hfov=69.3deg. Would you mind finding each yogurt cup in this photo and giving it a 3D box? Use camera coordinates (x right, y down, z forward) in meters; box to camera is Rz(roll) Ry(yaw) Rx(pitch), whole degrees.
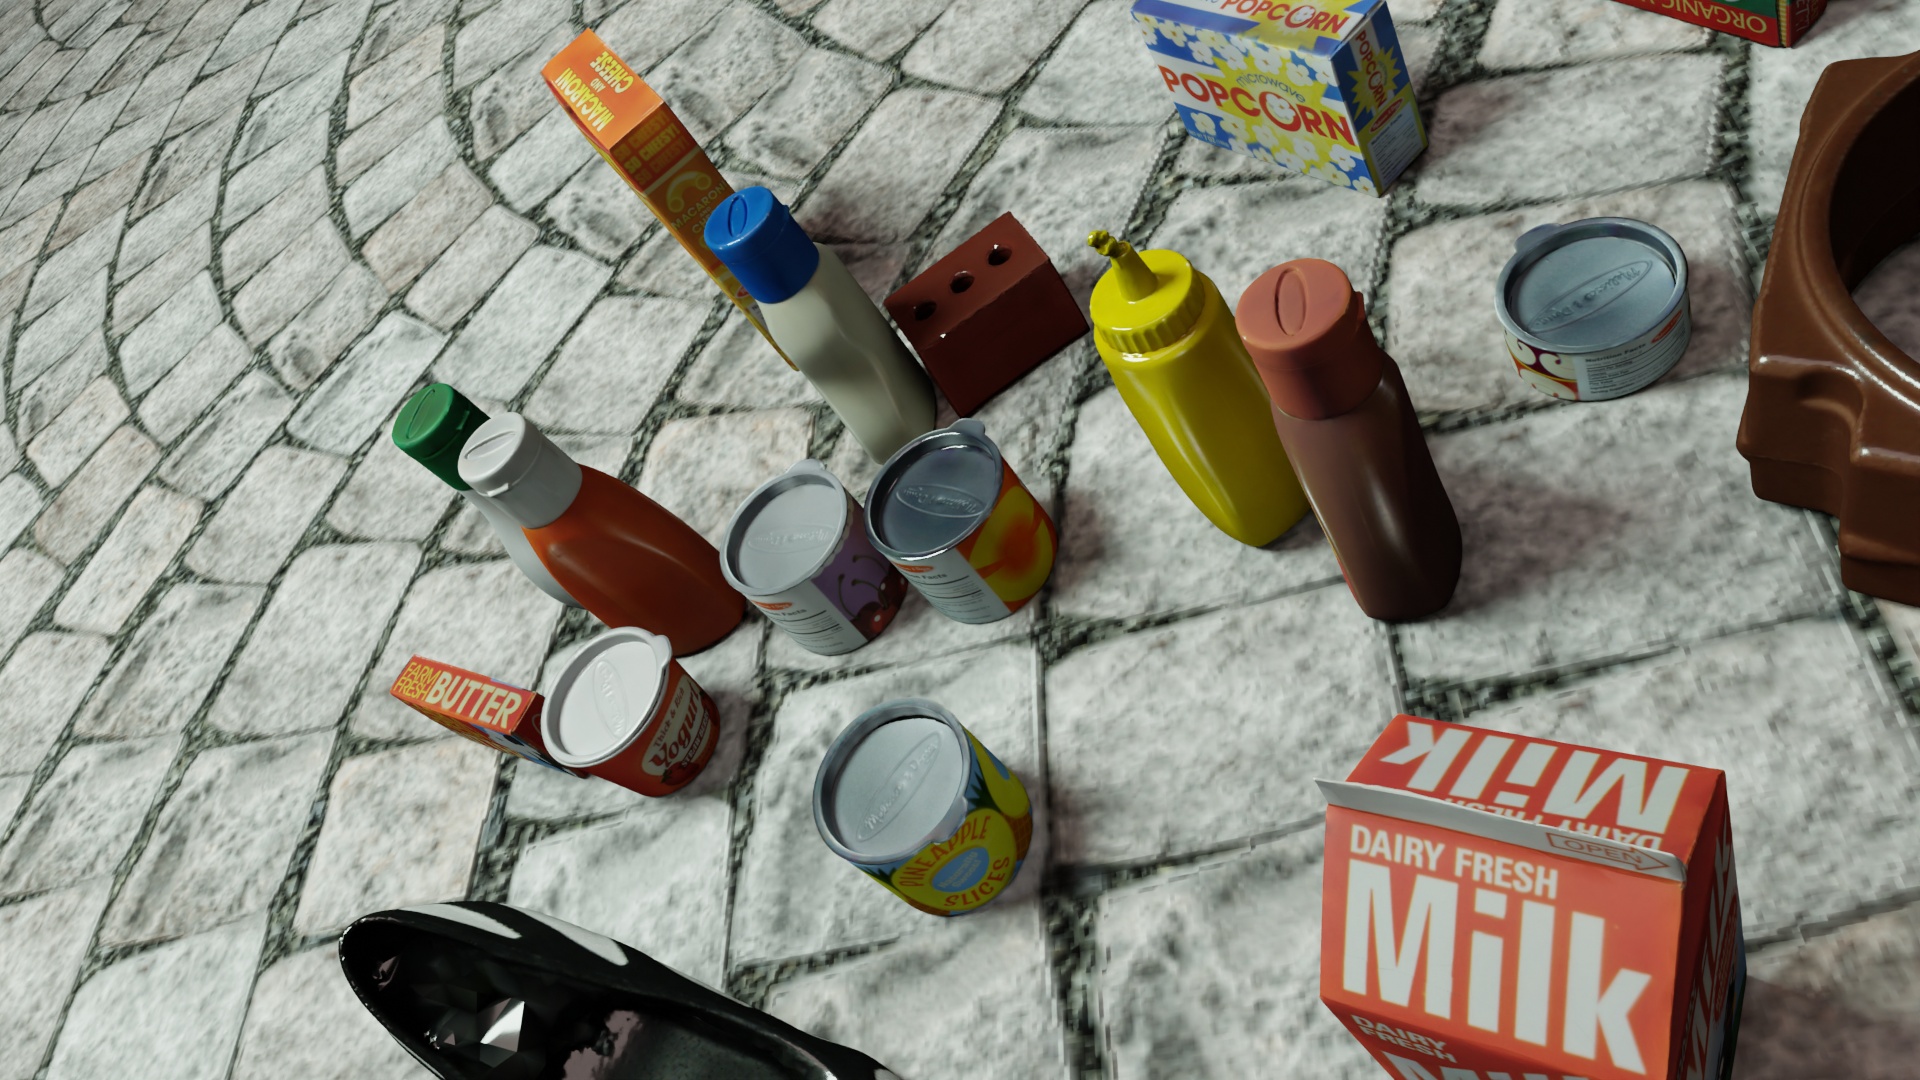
[{"bbox_3d":[-0.146,0.081,0.628,0.072,0.053,0.073,-17,50,21],"label":"yogurt cup"}]

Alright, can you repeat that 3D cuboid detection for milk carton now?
[{"bbox_3d":[0.143,0.102,0.336,0.072,0.190,0.074,6,62,35],"label":"milk carton"}]

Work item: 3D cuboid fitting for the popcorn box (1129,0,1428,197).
[{"bbox_3d":[0.146,-0.216,0.644,0.038,0.085,0.127,-48,46,-7],"label":"popcorn box"}]

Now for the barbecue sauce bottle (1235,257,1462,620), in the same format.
[{"bbox_3d":[0.134,-0.034,0.472,0.043,0.148,0.065,-11,53,25],"label":"barbecue sauce bottle"}]

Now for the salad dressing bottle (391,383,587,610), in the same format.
[{"bbox_3d":[-0.209,-0.019,0.676,0.044,0.147,0.064,-5,56,30],"label":"salad dressing bottle"}]

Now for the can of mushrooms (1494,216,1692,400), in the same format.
[{"bbox_3d":[0.239,-0.089,0.527,0.071,0.033,0.071,-17,50,21],"label":"can of mushrooms"}]

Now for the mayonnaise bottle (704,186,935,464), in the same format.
[{"bbox_3d":[-0.062,-0.100,0.644,0.041,0.147,0.065,-22,49,18],"label":"mayonnaise bottle"}]

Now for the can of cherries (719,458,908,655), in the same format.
[{"bbox_3d":[-0.064,0.008,0.627,0.071,0.058,0.072,-17,50,21],"label":"can of cherries"}]

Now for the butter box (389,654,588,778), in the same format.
[{"bbox_3d":[-0.226,0.085,0.675,0.103,0.053,0.024,9,63,36],"label":"butter box"}]

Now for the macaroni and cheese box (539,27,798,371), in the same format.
[{"bbox_3d":[-0.142,-0.179,0.740,0.040,0.166,0.124,-41,46,0],"label":"macaroni and cheese box"}]

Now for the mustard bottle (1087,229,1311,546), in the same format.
[{"bbox_3d":[0.085,-0.060,0.514,0.049,0.159,0.065,-40,46,1],"label":"mustard bottle"}]

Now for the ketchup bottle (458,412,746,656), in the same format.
[{"bbox_3d":[-0.163,0.000,0.633,0.064,0.148,0.044,-21,49,18],"label":"ketchup bottle"}]

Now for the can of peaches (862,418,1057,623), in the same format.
[{"bbox_3d":[0.002,-0.007,0.598,0.071,0.058,0.071,-17,50,21],"label":"can of peaches"}]

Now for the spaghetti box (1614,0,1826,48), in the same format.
[{"bbox_3d":[0.274,-0.284,0.639,0.029,0.050,0.251,-43,46,-2],"label":"spaghetti box"}]

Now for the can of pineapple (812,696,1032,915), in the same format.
[{"bbox_3d":[-0.013,0.103,0.525,0.071,0.057,0.071,-17,50,21],"label":"can of pineapple"}]
